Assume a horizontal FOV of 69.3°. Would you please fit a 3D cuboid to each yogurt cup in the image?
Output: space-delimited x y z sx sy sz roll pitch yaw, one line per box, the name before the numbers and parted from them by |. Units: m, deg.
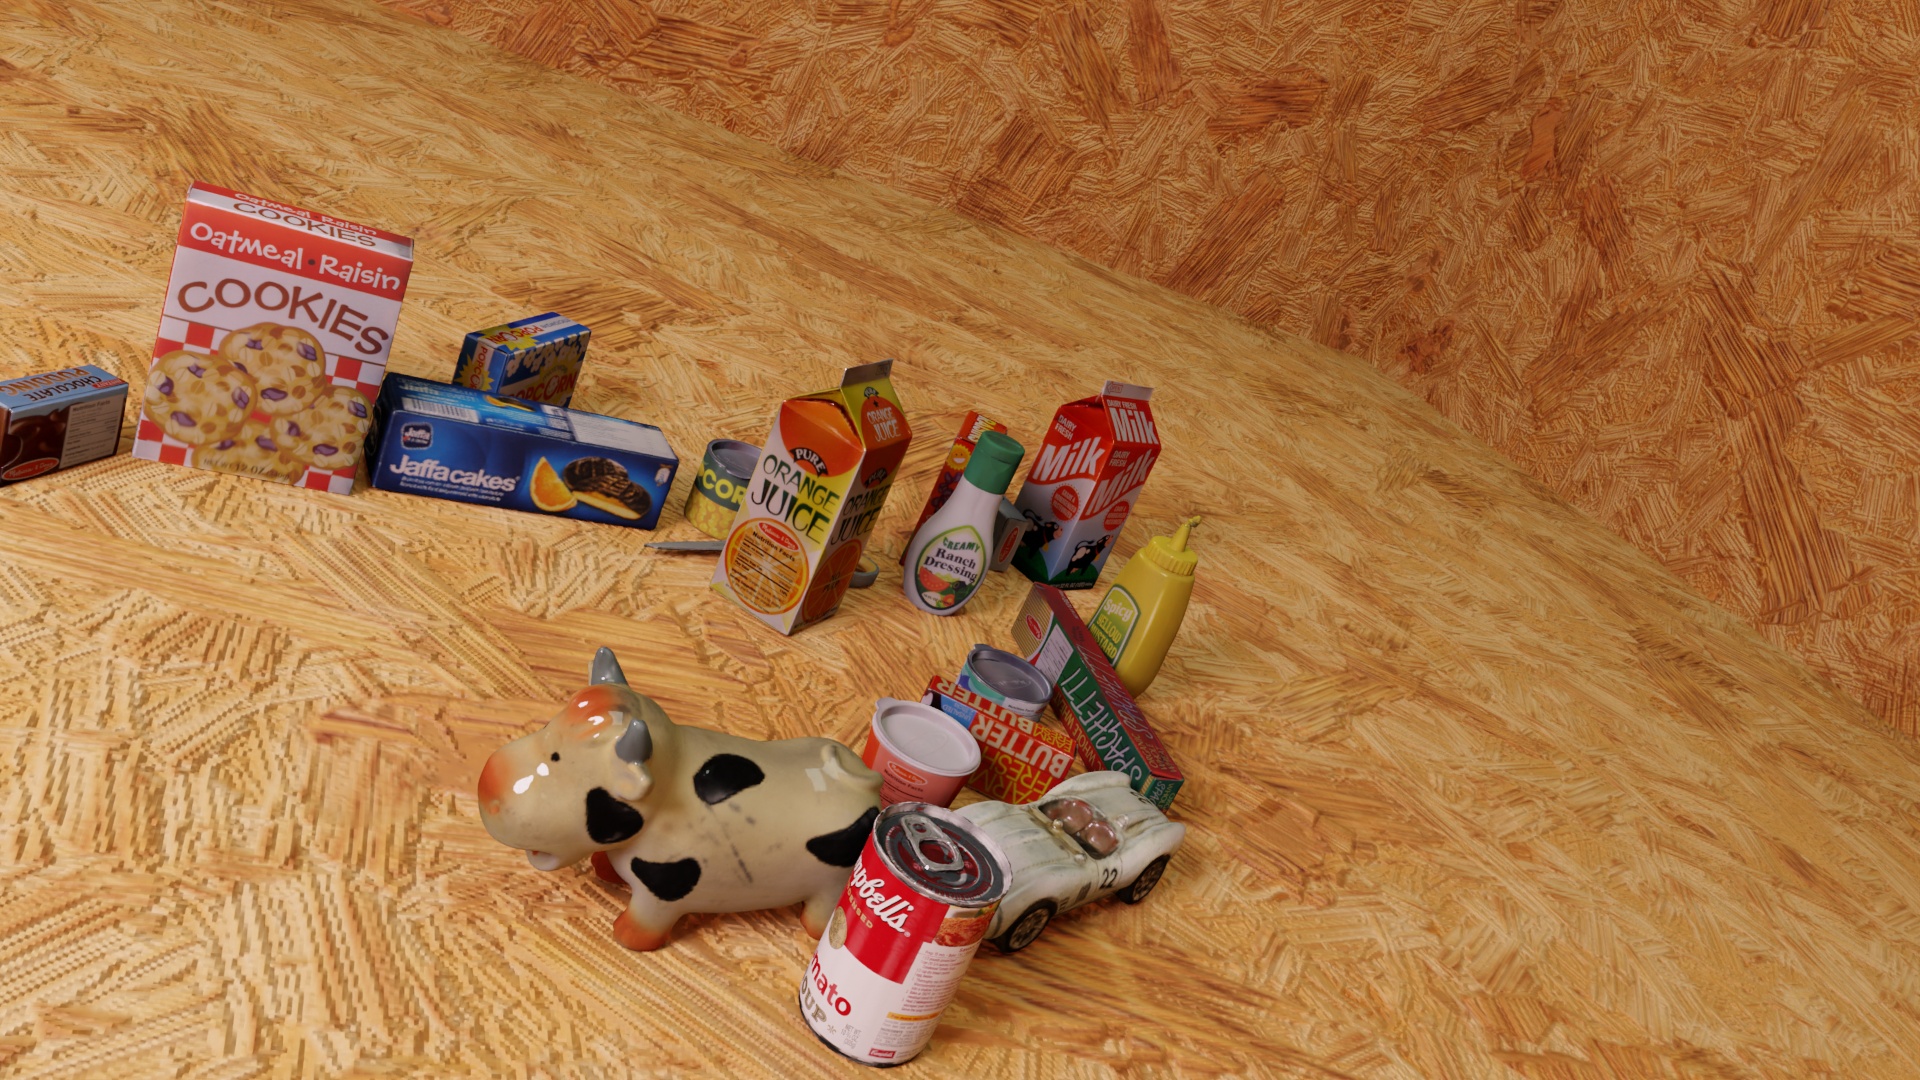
yogurt cup | -0.029 0.135 0.817 0.072 0.053 0.073 21 21 -8

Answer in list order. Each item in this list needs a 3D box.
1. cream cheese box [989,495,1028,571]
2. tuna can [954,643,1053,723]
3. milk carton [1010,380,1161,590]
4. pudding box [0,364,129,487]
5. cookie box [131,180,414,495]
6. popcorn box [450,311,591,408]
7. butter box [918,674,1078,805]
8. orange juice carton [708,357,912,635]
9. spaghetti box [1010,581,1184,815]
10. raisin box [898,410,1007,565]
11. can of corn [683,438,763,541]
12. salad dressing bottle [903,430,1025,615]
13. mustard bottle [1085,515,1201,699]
cream cheese box | 0.020 -0.021 1.242 0.024 0.053 0.104 11 25 -33
tuna can | 0.027 0.105 0.979 0.071 0.032 0.071 21 21 -8
milk carton | 0.111 -0.054 1.229 0.072 0.189 0.073 1 31 -47
pudding box | -0.512 -0.066 0.777 0.030 0.049 0.084 27 21 5
cookie box | -0.416 -0.119 0.843 0.123 0.166 0.040 12 24 -30
popcorn box | -0.335 -0.120 1.050 0.038 0.085 0.127 27 21 5
butter box | 0.017 0.131 0.878 0.103 0.053 0.024 25 20 1
orange juice carton | -0.097 -0.038 0.961 0.073 0.192 0.072 31 21 16
spaghetti box | 0.093 0.115 1.004 0.029 0.050 0.251 15 23 -24
raisin box | -0.005 -0.038 1.160 0.040 0.123 0.086 25 21 0
can of corn | -0.172 -0.036 1.063 0.071 0.058 0.071 21 21 -8
salad dressing bottle | 0.004 -0.013 1.076 0.064 0.147 0.044 20 21 -13
mustard bottle | 0.142 0.047 1.065 0.049 0.159 0.065 8 26 -37
